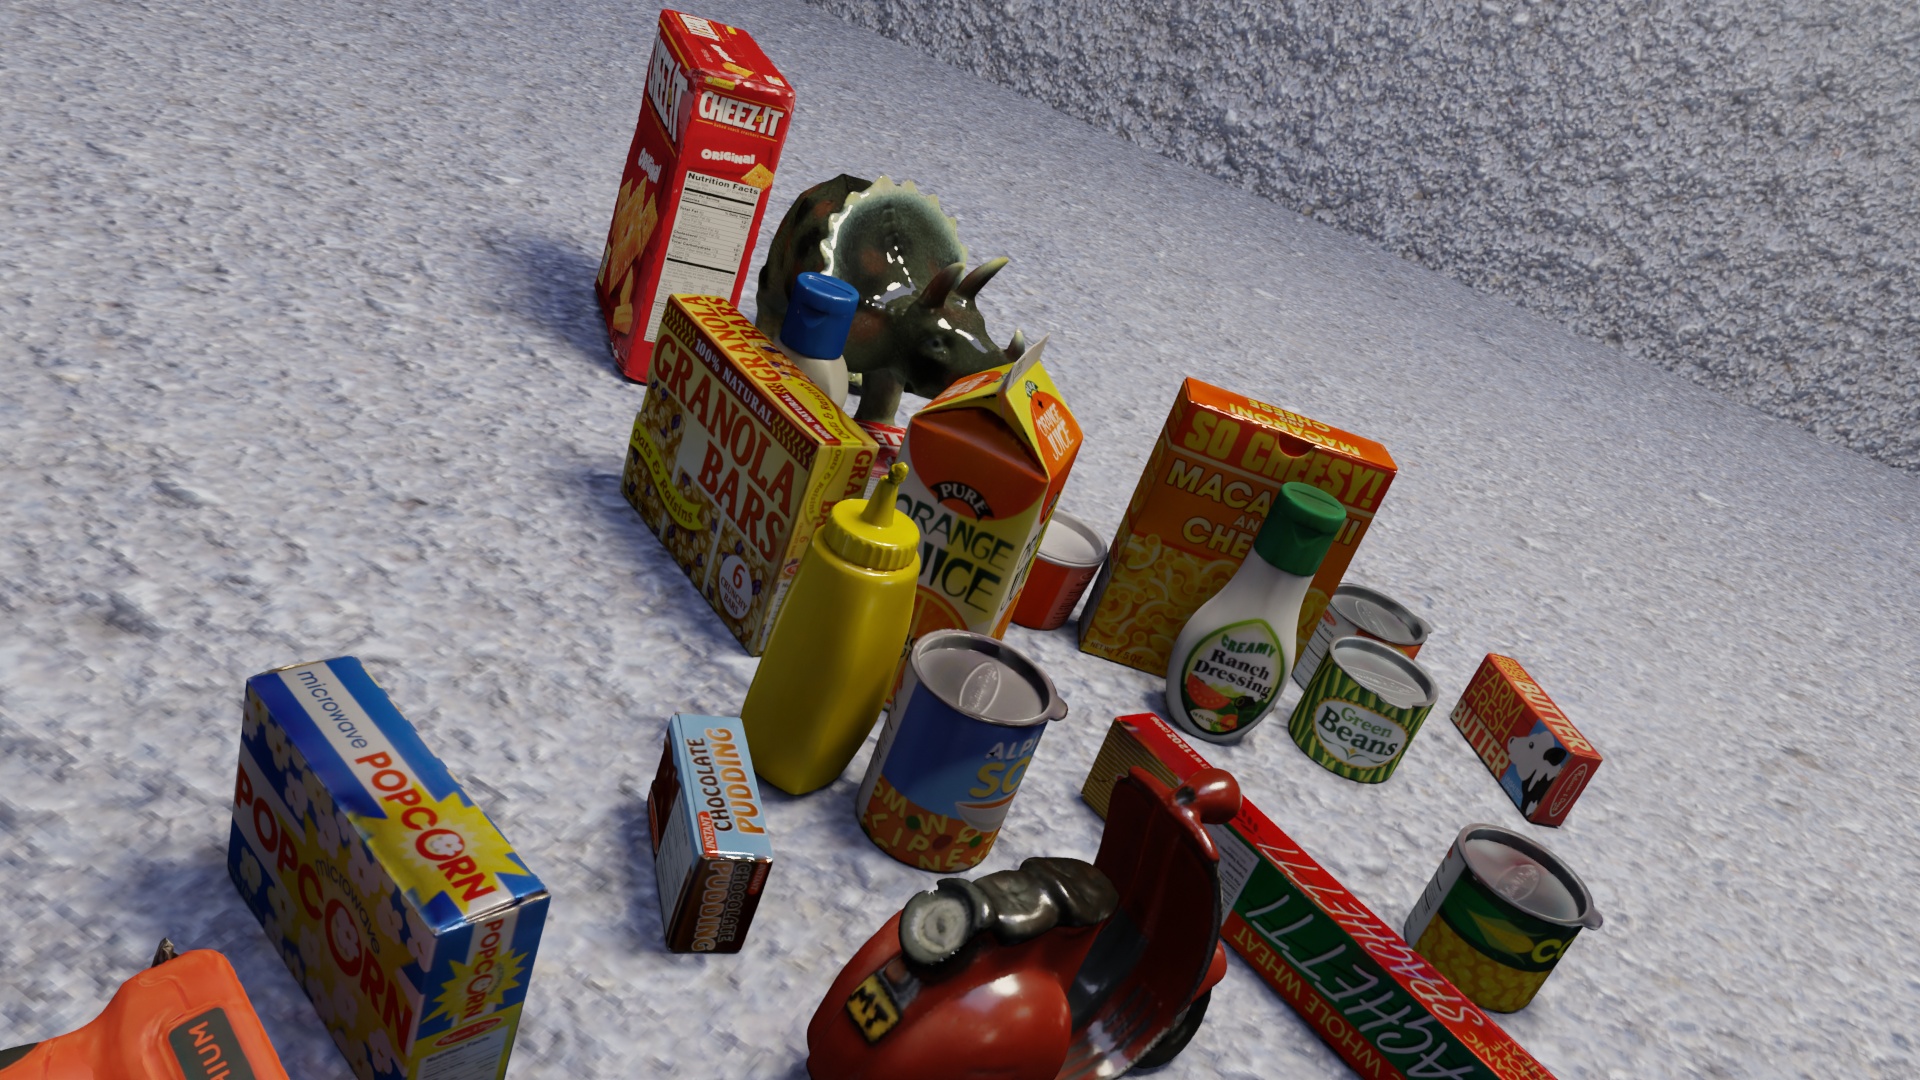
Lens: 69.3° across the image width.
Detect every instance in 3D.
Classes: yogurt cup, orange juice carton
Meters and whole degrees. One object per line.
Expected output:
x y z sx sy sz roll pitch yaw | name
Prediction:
0.047 0.016 0.821 0.072 0.053 0.073 17 26 -8 | yogurt cup
0.002 -0.009 0.678 0.073 0.191 0.072 25 26 9 | orange juice carton

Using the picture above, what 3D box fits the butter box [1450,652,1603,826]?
0.339 0.118 0.838 0.024 0.053 0.104 12 27 -17 | butter box

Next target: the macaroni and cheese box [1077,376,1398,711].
0.154 0.005 0.791 0.124 0.165 0.040 18 26 -6 | macaroni and cheese box

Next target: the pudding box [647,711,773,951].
-0.099 0.111 0.537 0.030 0.049 0.084 9 28 -24 | pudding box

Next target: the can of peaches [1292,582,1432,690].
0.248 0.068 0.862 0.071 0.057 0.071 17 26 -8 | can of peaches

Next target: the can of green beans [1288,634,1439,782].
0.230 0.096 0.795 0.071 0.057 0.071 17 26 -8 | can of green beans

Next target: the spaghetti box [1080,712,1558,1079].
0.148 0.170 0.602 0.029 0.050 0.251 -5 36 -42 | spaghetti box

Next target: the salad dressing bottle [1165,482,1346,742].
0.160 0.039 0.751 0.064 0.147 0.044 21 25 -1 | salad dressing bottle

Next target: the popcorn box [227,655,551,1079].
-0.186 0.107 0.440 0.127 0.084 0.038 37 30 31 | popcorn box

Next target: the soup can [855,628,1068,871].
-0.001 0.093 0.605 0.071 0.083 0.072 17 26 -8 | soup can

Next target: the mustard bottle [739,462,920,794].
-0.050 0.033 0.597 0.049 0.159 0.065 30 27 18 | mustard bottle

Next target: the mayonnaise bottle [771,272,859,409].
-0.096 -0.078 0.791 0.065 0.147 0.041 23 26 4 | mayonnaise bottle

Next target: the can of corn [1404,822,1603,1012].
0.254 0.179 0.653 0.071 0.058 0.071 17 26 -8 | can of corn

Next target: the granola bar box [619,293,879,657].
-0.117 -0.038 0.726 0.039 0.123 0.166 -3 34 -40 | granola bar box
